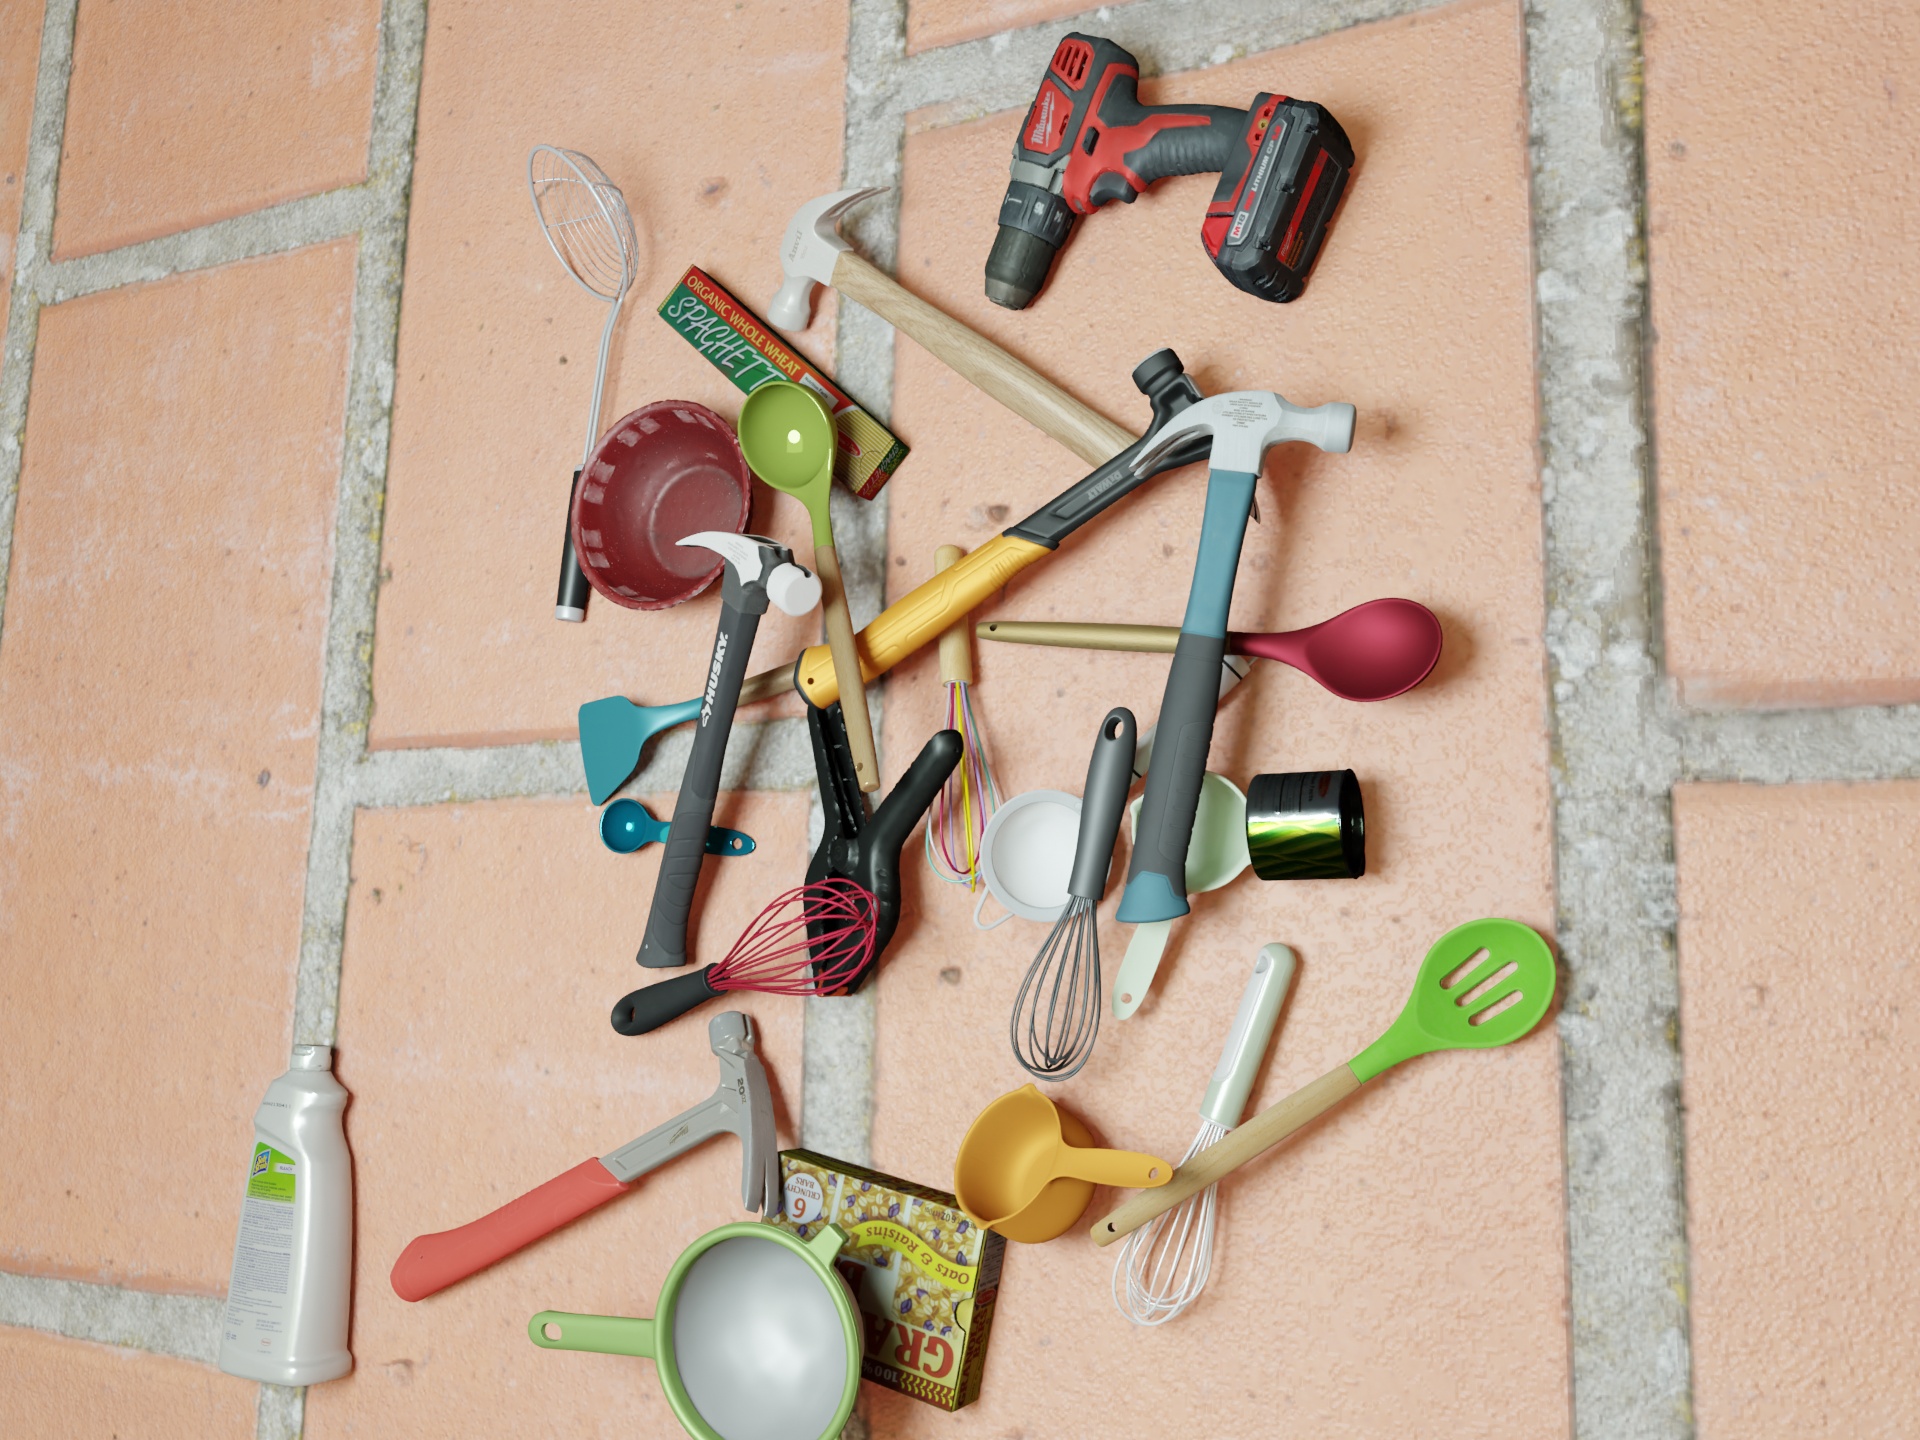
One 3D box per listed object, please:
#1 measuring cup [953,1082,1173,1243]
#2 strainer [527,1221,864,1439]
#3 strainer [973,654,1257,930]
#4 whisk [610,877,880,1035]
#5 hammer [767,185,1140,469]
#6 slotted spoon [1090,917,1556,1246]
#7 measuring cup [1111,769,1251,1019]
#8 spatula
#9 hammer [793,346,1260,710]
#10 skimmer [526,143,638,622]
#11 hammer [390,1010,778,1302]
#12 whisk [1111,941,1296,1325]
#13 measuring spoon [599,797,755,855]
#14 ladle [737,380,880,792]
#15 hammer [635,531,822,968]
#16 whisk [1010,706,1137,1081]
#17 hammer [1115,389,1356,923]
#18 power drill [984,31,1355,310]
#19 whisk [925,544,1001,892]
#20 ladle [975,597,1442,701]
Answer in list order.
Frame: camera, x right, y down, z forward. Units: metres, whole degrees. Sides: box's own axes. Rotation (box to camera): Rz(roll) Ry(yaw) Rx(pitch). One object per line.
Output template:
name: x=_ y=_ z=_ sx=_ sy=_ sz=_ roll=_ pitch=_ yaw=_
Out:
measuring cup: x=0.073 y=0.277 z=0.965 sx=0.174 sy=0.052 sz=0.095 roll=-9 pitch=50 yaw=46
strainer: x=-0.164 y=0.398 z=1.038 sx=0.256 sy=0.069 sz=0.151 roll=-7 pitch=82 yaw=26
strainer: x=0.103 y=0.039 z=1.029 sx=0.087 sy=0.050 sz=0.258 roll=45 pitch=96 yaw=-4
whisk: x=-0.156 y=0.173 z=1.089 sx=0.296 sy=0.073 sz=0.073 roll=-27 pitch=70 yaw=40
hammer: x=-0.001 y=-0.265 z=1.115 sx=0.331 sy=0.031 sz=0.130 roll=38 pitch=128 yaw=20
slotted spoon: x=0.207 y=0.218 z=0.929 sx=0.314 sy=0.031 sz=0.070 roll=-35 pitch=68 yaw=6
measuring cup: x=0.131 y=0.109 z=1.003 sx=0.083 sy=0.038 sz=0.167 roll=22 pitch=99 yaw=10
spatula: x=-0.158 y=-0.019 z=1.174 sx=0.317 sy=0.044 sz=0.082 roll=-18 pitch=74 yaw=17
hammer: x=0.031 y=-0.099 z=1.052 sx=0.337 sy=0.034 sz=0.127 roll=-33 pitch=76 yaw=16
skimmer: x=-0.315 y=-0.262 z=1.251 sx=0.127 sy=0.090 sz=0.363 roll=1 pitch=84 yaw=58
hammer: x=-0.278 y=0.349 z=1.146 sx=0.359 sy=0.036 sz=0.149 roll=-32 pitch=48 yaw=21
whisk: x=0.153 y=0.251 z=0.968 sx=0.246 sy=0.059 sz=0.058 roll=-69 pitch=18 yaw=-4
measuring spoon: x=-0.209 y=0.085 z=1.188 sx=0.128 sy=0.021 sz=0.042 roll=7 pitch=85 yaw=17
ladle: x=-0.096 y=-0.096 z=1.068 sx=0.078 sy=0.062 sz=0.320 roll=-35 pitch=54 yaw=34
hammer: x=-0.182 y=0.027 z=1.121 sx=0.146 sy=0.035 sz=0.334 roll=35 pitch=116 yaw=46
whisk: x=0.076 y=0.108 z=0.994 sx=0.055 sy=0.055 sz=0.239 roll=11 pitch=87 yaw=27
hammer: x=0.146 y=-0.037 z=0.963 sx=0.128 sy=0.033 sz=0.331 roll=11 pitch=88 yaw=18
power drill: x=0.125 y=-0.345 z=1.061 sx=0.227 sy=0.080 sz=0.188 roll=28 pitch=101 yaw=30
whisk: x=-0.002 y=-0.003 z=1.088 sx=0.051 sy=0.047 sz=0.245 roll=-12 pitch=72 yaw=25
ladle: x=0.148 y=-0.050 z=1.008 sx=0.315 sy=0.031 sz=0.069 roll=5 pitch=68 yaw=30
